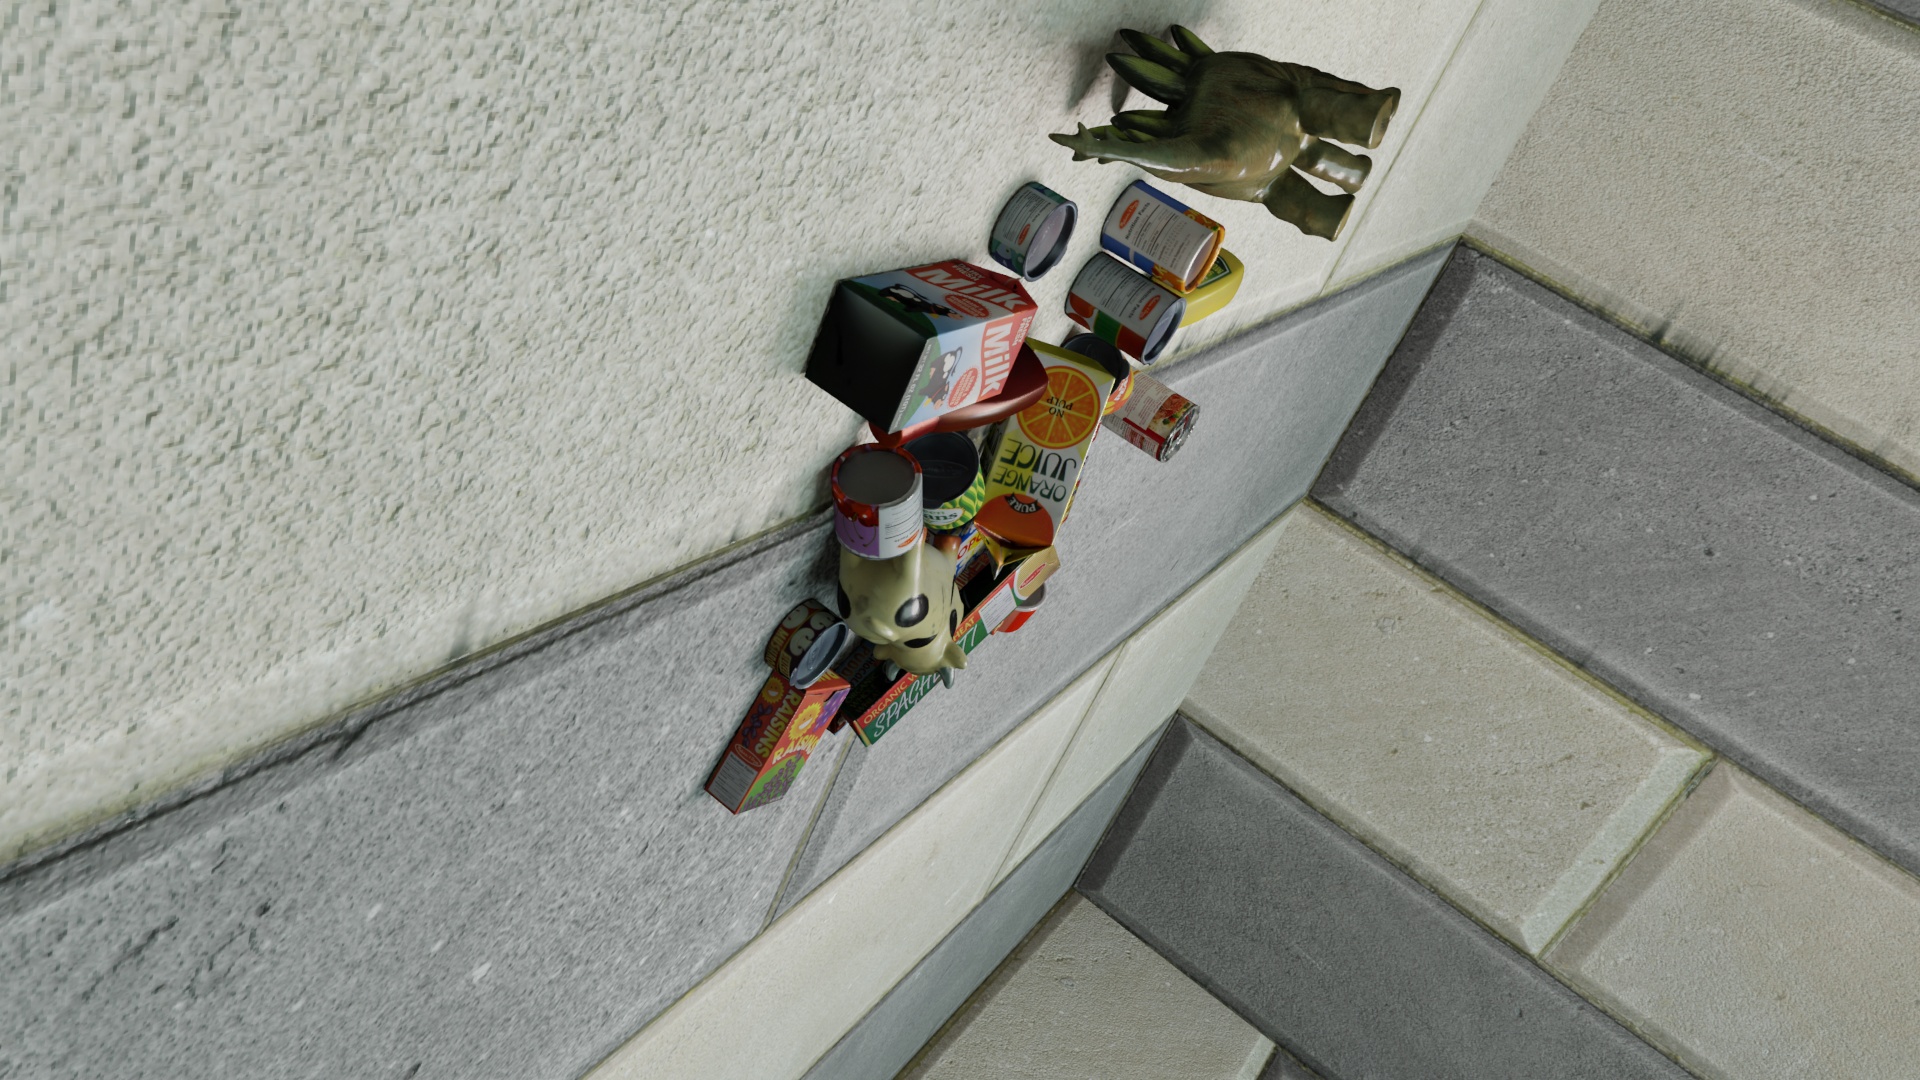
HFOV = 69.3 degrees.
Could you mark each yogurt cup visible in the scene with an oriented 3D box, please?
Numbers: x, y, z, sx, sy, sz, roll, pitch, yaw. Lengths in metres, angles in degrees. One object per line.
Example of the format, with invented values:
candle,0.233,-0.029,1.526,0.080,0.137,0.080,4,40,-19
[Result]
yogurt cup,0.051,0.061,1.474,0.073,0.072,0.053,-38,164,-42

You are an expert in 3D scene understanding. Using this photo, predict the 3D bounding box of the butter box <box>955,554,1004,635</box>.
butter box,0.021,0.051,1.389,0.024,0.053,0.103,-48,161,-26

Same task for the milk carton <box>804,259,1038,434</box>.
milk carton,-0.013,-0.137,0.934,0.191,0.073,0.072,-27,147,-57

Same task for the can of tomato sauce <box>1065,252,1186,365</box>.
can of tomato sauce,0.143,-0.200,1.205,0.071,0.083,0.071,-48,161,-22

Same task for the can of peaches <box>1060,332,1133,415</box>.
can of peaches,0.124,-0.150,1.268,0.071,0.071,0.058,-56,163,3

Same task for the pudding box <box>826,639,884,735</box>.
pudding box,-0.098,0.133,1.267,0.084,0.030,0.049,-45,160,-29

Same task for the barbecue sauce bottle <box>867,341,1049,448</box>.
barbecue sauce bottle,-0.003,-0.109,1.033,0.149,0.065,0.043,-28,161,-39

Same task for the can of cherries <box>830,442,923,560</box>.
can of cherries,-0.062,-0.030,1.010,0.072,0.071,0.058,-45,153,-30

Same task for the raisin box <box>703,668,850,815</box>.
raisin box,-0.153,0.165,1.171,0.123,0.040,0.086,-59,161,10

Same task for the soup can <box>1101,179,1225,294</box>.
soup can,0.173,-0.257,1.181,0.071,0.084,0.071,-48,161,-22

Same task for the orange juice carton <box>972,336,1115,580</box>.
orange juice carton,0.057,-0.065,1.157,0.072,0.073,0.192,-108,-143,-73

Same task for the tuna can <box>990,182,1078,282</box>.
tuna can,0.054,-0.225,1.016,0.071,0.033,0.070,-48,161,-22

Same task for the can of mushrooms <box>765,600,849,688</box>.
can of mushrooms,-0.124,0.084,1.109,0.071,0.033,0.070,-48,162,-22

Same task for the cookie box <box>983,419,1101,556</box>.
cookie box,0.073,-0.044,1.378,0.123,0.040,0.166,-42,159,-35

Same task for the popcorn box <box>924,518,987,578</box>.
popcorn box,0.004,-0.016,1.254,0.127,0.038,0.084,-42,159,-36

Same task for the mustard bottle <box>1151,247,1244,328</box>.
mustard bottle,0.213,-0.238,1.354,0.161,0.065,0.048,-36,152,-36

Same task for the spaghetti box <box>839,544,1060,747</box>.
spaghetti box,-0.008,0.085,1.260,0.251,0.029,0.050,-42,144,-16

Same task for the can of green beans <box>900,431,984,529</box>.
can of green beans,-0.016,-0.049,1.097,0.071,0.071,0.057,-51,162,-14
